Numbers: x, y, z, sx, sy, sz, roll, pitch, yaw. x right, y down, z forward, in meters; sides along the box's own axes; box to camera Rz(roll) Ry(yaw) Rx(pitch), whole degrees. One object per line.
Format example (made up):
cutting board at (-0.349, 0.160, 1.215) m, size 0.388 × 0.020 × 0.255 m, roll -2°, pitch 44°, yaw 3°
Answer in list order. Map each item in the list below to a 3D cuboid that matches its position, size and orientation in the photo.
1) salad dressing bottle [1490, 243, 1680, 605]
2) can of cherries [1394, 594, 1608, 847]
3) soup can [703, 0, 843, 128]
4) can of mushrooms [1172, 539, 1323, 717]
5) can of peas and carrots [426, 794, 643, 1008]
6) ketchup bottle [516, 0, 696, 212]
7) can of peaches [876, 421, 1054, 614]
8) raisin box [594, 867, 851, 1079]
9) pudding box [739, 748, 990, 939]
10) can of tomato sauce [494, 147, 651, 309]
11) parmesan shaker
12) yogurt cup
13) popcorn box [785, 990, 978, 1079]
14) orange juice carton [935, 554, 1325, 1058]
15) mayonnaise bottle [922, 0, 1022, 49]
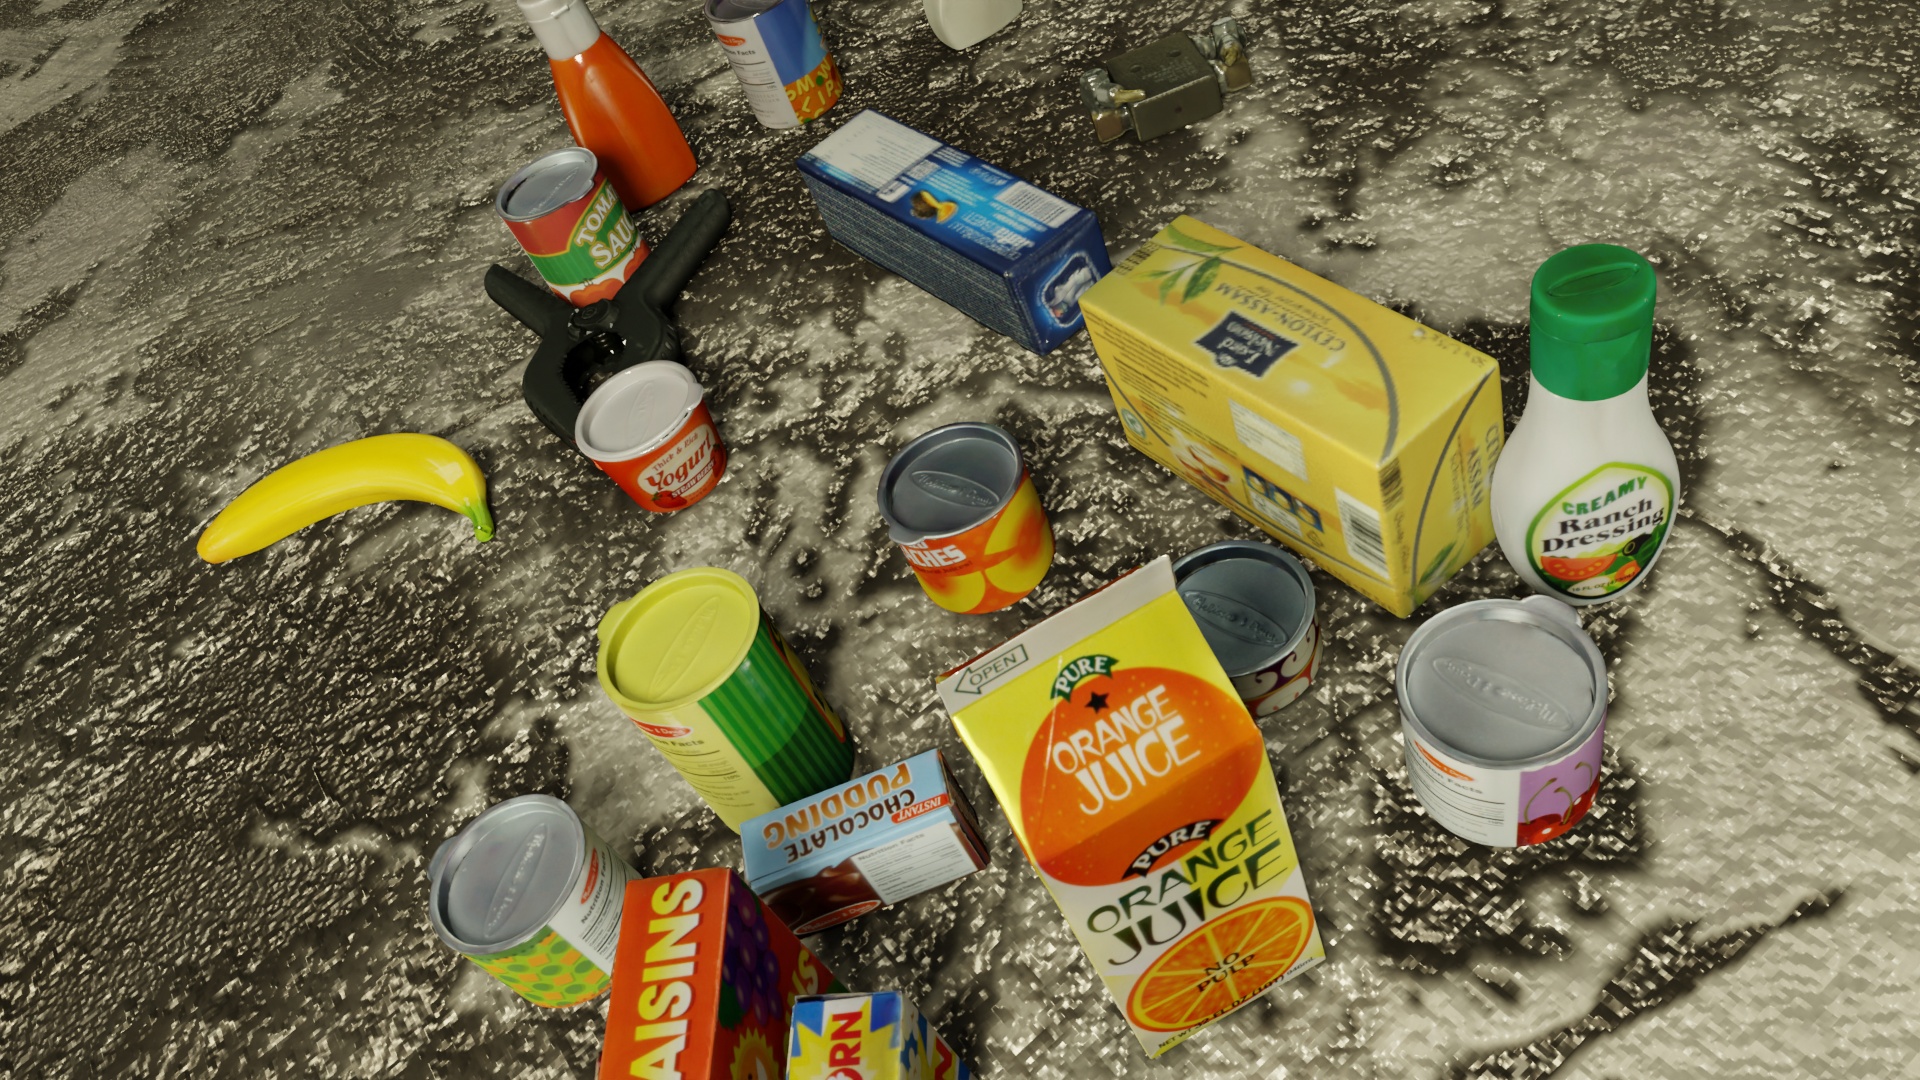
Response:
salad dressing bottle at (0.219, -0.037, 0.487) m, size 0.064 × 0.147 × 0.044 m, roll -16°, pitch 47°, yaw 10°
can of cherries at (0.188, 0.062, 0.477) m, size 0.071 × 0.058 × 0.072 m, roll -12°, pitch 48°, yaw 13°
soup can at (-0.120, -0.329, 0.922) m, size 0.071 × 0.083 × 0.072 m, roll -12°, pitch 48°, yaw 13°
can of mushrooms at (0.107, 0.037, 0.549) m, size 0.071 × 0.033 × 0.071 m, roll -12°, pitch 48°, yaw 13°
can of peas and carrots at (-0.168, 0.144, 0.553) m, size 0.071 × 0.058 × 0.071 m, roll -12°, pitch 48°, yaw 13°
ketchup bottle at (-0.227, -0.284, 0.883) m, size 0.065 × 0.148 × 0.044 m, roll -36°, pitch 47°, yaw -9°
can of peaches at (0.002, -0.008, 0.614) m, size 0.071 × 0.057 × 0.071 m, roll -12°, pitch 48°, yaw 13°
raisin box at (-0.068, 0.171, 0.444) m, size 0.040 × 0.123 × 0.086 m, roll -12°, pitch 48°, yaw 13°
pudding box at (-0.037, 0.116, 0.529) m, size 0.084 × 0.049 × 0.030 m, roll -22°, pitch 47°, yaw 4°
can of tomato sauce at (-0.229, -0.184, 0.844) m, size 0.071 × 0.082 × 0.071 m, roll -12°, pitch 48°, yaw 13°
parmesan shaker at (-0.093, 0.067, 0.558) m, size 0.071 × 0.102 × 0.072 m, roll -12°, pitch 48°, yaw 13°
yogurt cup at (-0.157, -0.051, 0.720) m, size 0.072 × 0.053 × 0.073 m, roll -12°, pitch 48°, yaw 13°
popcorn box at (-0.024, 0.212, 0.417) m, size 0.038 × 0.085 × 0.127 m, roll -11°, pitch 48°, yaw 14°
orange juice carton at (0.053, 0.079, 0.426) m, size 0.072 × 0.191 × 0.073 m, roll -29°, pitch 47°, yaw -3°
mayonnaise bottle at (-0.008, -0.393, 0.887) m, size 0.065 × 0.147 × 0.041 m, roll -35°, pitch 47°, yaw -8°
